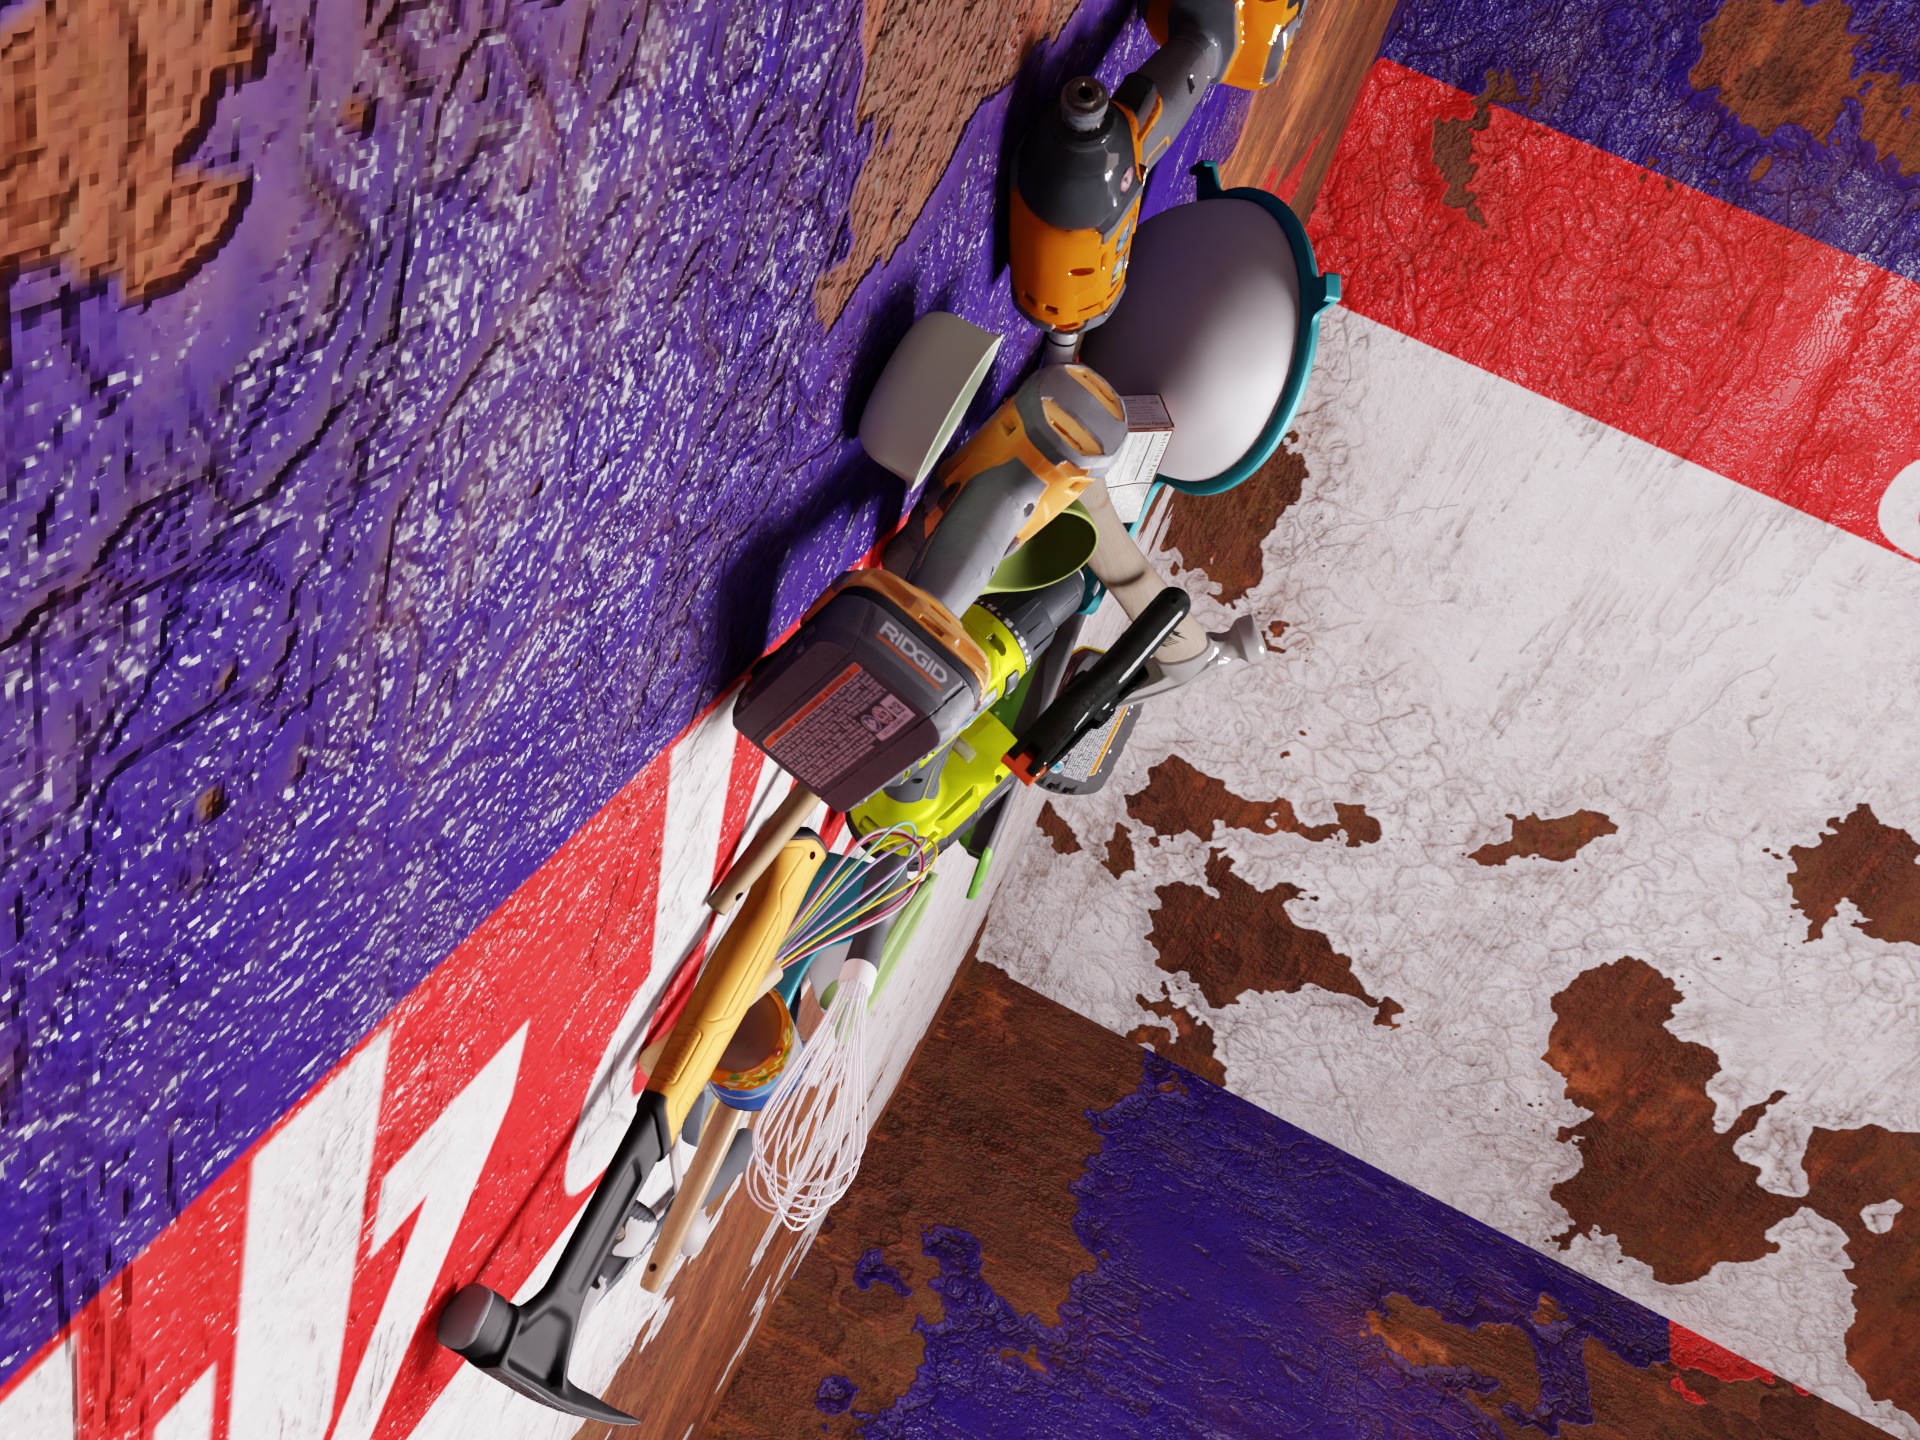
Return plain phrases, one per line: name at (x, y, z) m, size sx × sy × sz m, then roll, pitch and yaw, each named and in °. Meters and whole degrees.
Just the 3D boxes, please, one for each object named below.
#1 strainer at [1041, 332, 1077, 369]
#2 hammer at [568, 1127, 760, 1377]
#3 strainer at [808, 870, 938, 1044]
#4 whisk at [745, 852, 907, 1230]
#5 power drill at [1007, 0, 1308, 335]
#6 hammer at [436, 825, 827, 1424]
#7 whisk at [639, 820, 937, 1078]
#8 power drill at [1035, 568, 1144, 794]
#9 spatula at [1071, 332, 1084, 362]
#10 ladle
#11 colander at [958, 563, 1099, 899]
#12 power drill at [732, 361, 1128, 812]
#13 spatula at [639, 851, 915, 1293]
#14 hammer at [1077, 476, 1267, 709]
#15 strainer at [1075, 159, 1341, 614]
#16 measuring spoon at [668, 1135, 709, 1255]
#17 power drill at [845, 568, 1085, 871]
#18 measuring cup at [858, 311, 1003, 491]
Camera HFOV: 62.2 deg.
strainer at (0.054, -0.178, 1.113) m, size 0.087 × 0.050 × 0.258 m, roll -100°, pitch -165°, yaw -44°
hammer at (-0.218, 0.378, 1.195) m, size 0.149 × 0.036 × 0.409 m, roll -63°, pitch 173°, yaw 2°
strainer at (-0.094, 0.186, 1.259) m, size 0.151 × 0.069 × 0.256 m, roll -62°, pitch 172°, yaw 4°
whisk at (-0.071, 0.186, 0.986) m, size 0.285 × 0.070 × 0.070 m, roll -74°, pitch -177°, yaw -48°
power drill at (0.098, -0.321, 0.793) m, size 0.226 × 0.084 × 0.164 m, roll -58°, pitch 171°, yaw -12°
hammer at (-0.151, 0.204, 0.871) m, size 0.127 × 0.034 × 0.337 m, roll 53°, pitch 50°, yaw -38°
whisk at (-0.099, 0.136, 0.972) m, size 0.245 × 0.047 × 0.051 m, roll -39°, pitch 155°, yaw -37°
power drill at (0.093, -0.044, 1.486) m, size 0.223 × 0.080 × 0.171 m, roll -113°, pitch -136°, yaw -61°
spatula at (0.056, -0.201, 1.161) m, size 0.315 × 0.018 × 0.060 m, roll 107°, pitch 8°, yaw -57°
ladle at (-0.032, -0.012, 0.917) m, size 0.320 × 0.062 × 0.078 m, roll -52°, pitch 153°, yaw -14°
colander at (0.041, -0.054, 1.311) m, size 0.204 × 0.094 × 0.397 m, roll 104°, pitch 7°, yaw -66°
power drill at (-0.021, -0.062, 0.784) m, size 0.185 × 0.084 × 0.226 m, roll -36°, pitch -163°, yaw 51°
spatula at (-0.131, 0.227, 1.061) m, size 0.318 × 0.082 × 0.044 m, roll -65°, pitch 156°, yaw -20°
hammer at (0.104, -0.102, 1.103) m, size 0.410 × 0.146 × 0.038 m, roll 42°, pitch 31°, yaw -61°
strainer at (0.121, -0.216, 1.127) m, size 0.340 × 0.095 × 0.211 m, roll -65°, pitch -144°, yaw 33°
measuring spoon at (-0.181, 0.300, 1.052) m, size 0.034 × 0.018 × 0.124 m, roll -90°, pitch 177°, yaw -69°
power drill at (-0.002, -0.003, 1.070) m, size 0.190 × 0.080 × 0.228 m, roll -41°, pitch 164°, yaw -22°
measuring cup at (-0.019, -0.148, 0.761) m, size 0.083 × 0.038 × 0.167 m, roll -60°, pitch -176°, yaw -1°
